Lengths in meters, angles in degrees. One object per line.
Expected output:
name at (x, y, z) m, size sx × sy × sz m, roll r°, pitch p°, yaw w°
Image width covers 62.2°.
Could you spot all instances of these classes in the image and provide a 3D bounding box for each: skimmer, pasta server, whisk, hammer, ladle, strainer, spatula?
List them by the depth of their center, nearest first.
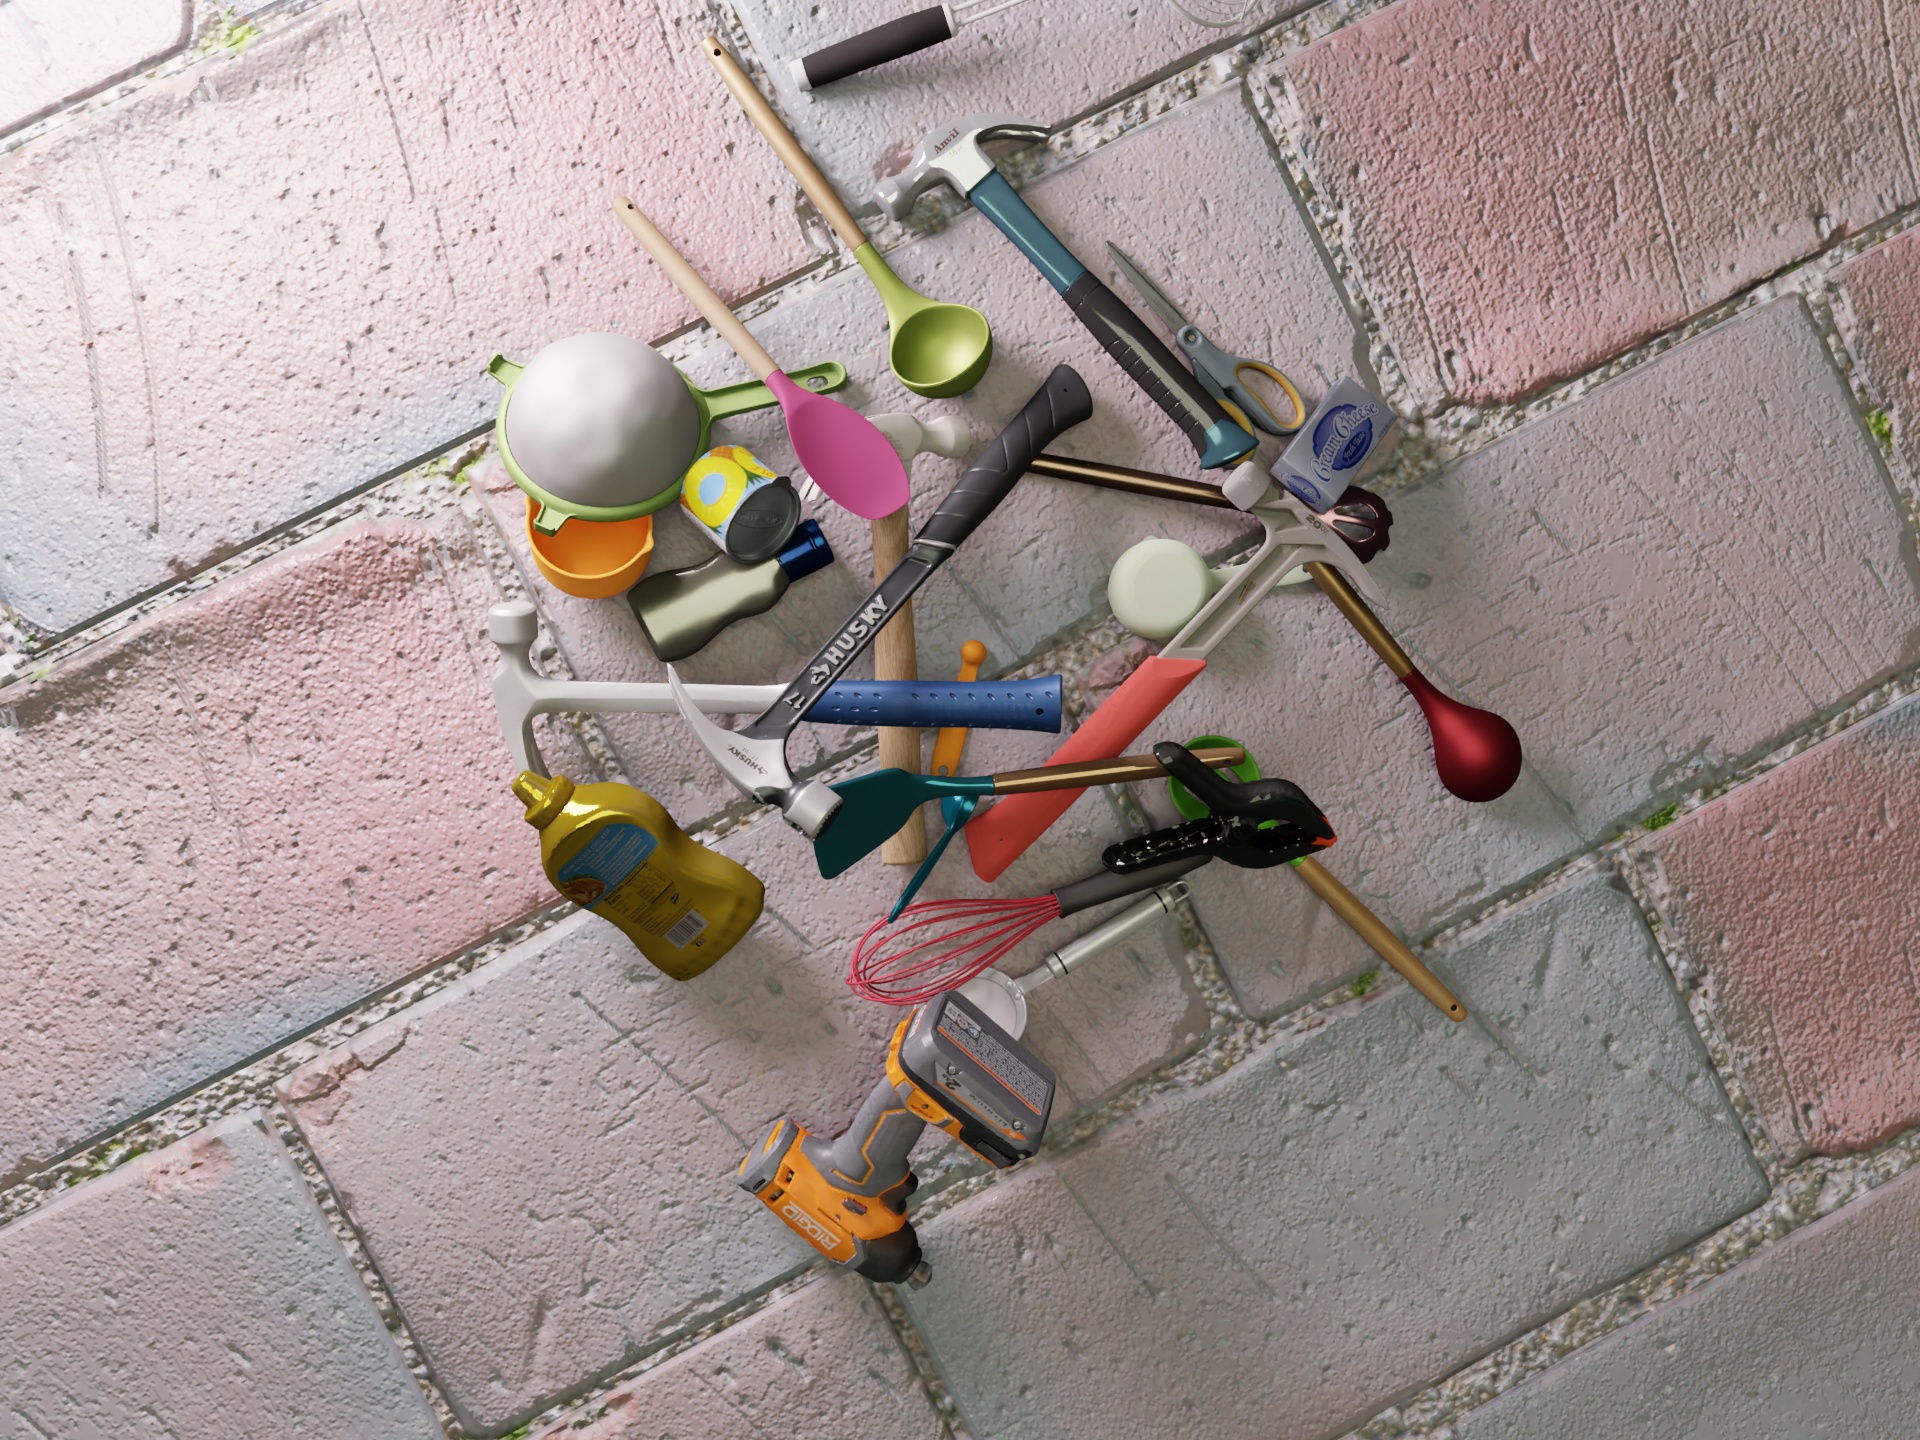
hammer at (-0.035, -0.110, 1.111) m, size 0.149 × 0.036 × 0.409 m, roll 36°, pitch 67°, yaw 8°
strainer at (-0.201, -0.232, 1.125) m, size 0.256 × 0.069 × 0.152 m, roll -16°, pitch 71°, yaw -14°
hammer at (-0.131, -0.009, 1.130) m, size 0.405 × 0.035 × 0.144 m, roll 1°, pitch 107°, yaw 4°
spatula at (0.051, 0.051, 1.138) m, size 0.317 × 0.044 × 0.082 m, roll -7°, pitch 126°, yaw -4°
ladle at (-0.088, -0.369, 1.155) m, size 0.078 × 0.062 × 0.320 m, roll -37°, pitch 92°, yaw -3°
hammer at (-0.050, -0.057, 1.168) m, size 0.130 × 0.031 × 0.331 m, roll -6°, pitch 98°, yaw -29°
hammer at (0.141, -0.011, 1.171) m, size 0.149 × 0.037 × 0.359 m, roll 42°, pitch 97°, yaw -10°
hammer at (0.093, -0.311, 1.172) m, size 0.128 × 0.033 × 0.331 m, roll -43°, pitch 91°, yaw -1°
skimmer at (0.052, -0.530, 1.174) m, size 0.363 × 0.090 × 0.127 m, roll -18°, pitch 97°, yaw 6°
whisk at (0.053, 0.143, 1.186) m, size 0.296 × 0.073 × 0.073 m, roll -19°, pitch 94°, yaw -9°
strainer at (0.066, 0.191, 1.197) m, size 0.258 × 0.050 × 0.087 m, roll -30°, pitch 51°, yaw -8°
ladle at (0.321, -0.057, 1.199) m, size 0.069 × 0.031 × 0.315 m, roll -42°, pitch 100°, yaw 1°
pasta server at (0.176, -0.171, 1.202) m, size 0.316 × 0.040 × 0.060 m, roll 10°, pitch 91°, yaw -1°

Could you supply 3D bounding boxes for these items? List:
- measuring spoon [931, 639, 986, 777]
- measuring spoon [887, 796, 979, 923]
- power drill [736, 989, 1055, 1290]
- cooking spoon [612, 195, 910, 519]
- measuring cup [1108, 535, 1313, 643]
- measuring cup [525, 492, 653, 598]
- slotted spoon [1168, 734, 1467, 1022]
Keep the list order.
measuring spoon at (-0.002, -0.004, 1.197) m, size 0.021 × 0.011 × 0.117 m, roll 15°, pitch 91°, yaw -5°
measuring spoon at (-0.025, 0.093, 1.171) m, size 0.021 × 0.042 × 0.129 m, roll 28°, pitch 67°, yaw 16°
power drill at (-0.035, 0.313, 1.140) m, size 0.164 × 0.084 × 0.226 m, roll 41°, pitch 117°, yaw -7°
cooking spoon at (-0.148, -0.261, 1.127) m, size 0.069 × 0.017 × 0.319 m, roll -34°, pitch 76°, yaw -29°
measuring cup at (0.196, -0.105, 1.197) m, size 0.167 × 0.038 × 0.083 m, roll -8°, pitch 93°, yaw -3°
measuring cup at (-0.251, -0.167, 1.157) m, size 0.095 × 0.052 × 0.174 m, roll 21°, pitch 66°, yaw -1°
slotted spoon at (0.277, 0.126, 1.220) m, size 0.313 × 0.031 × 0.070 m, roll 43°, pitch 89°, yaw -7°
